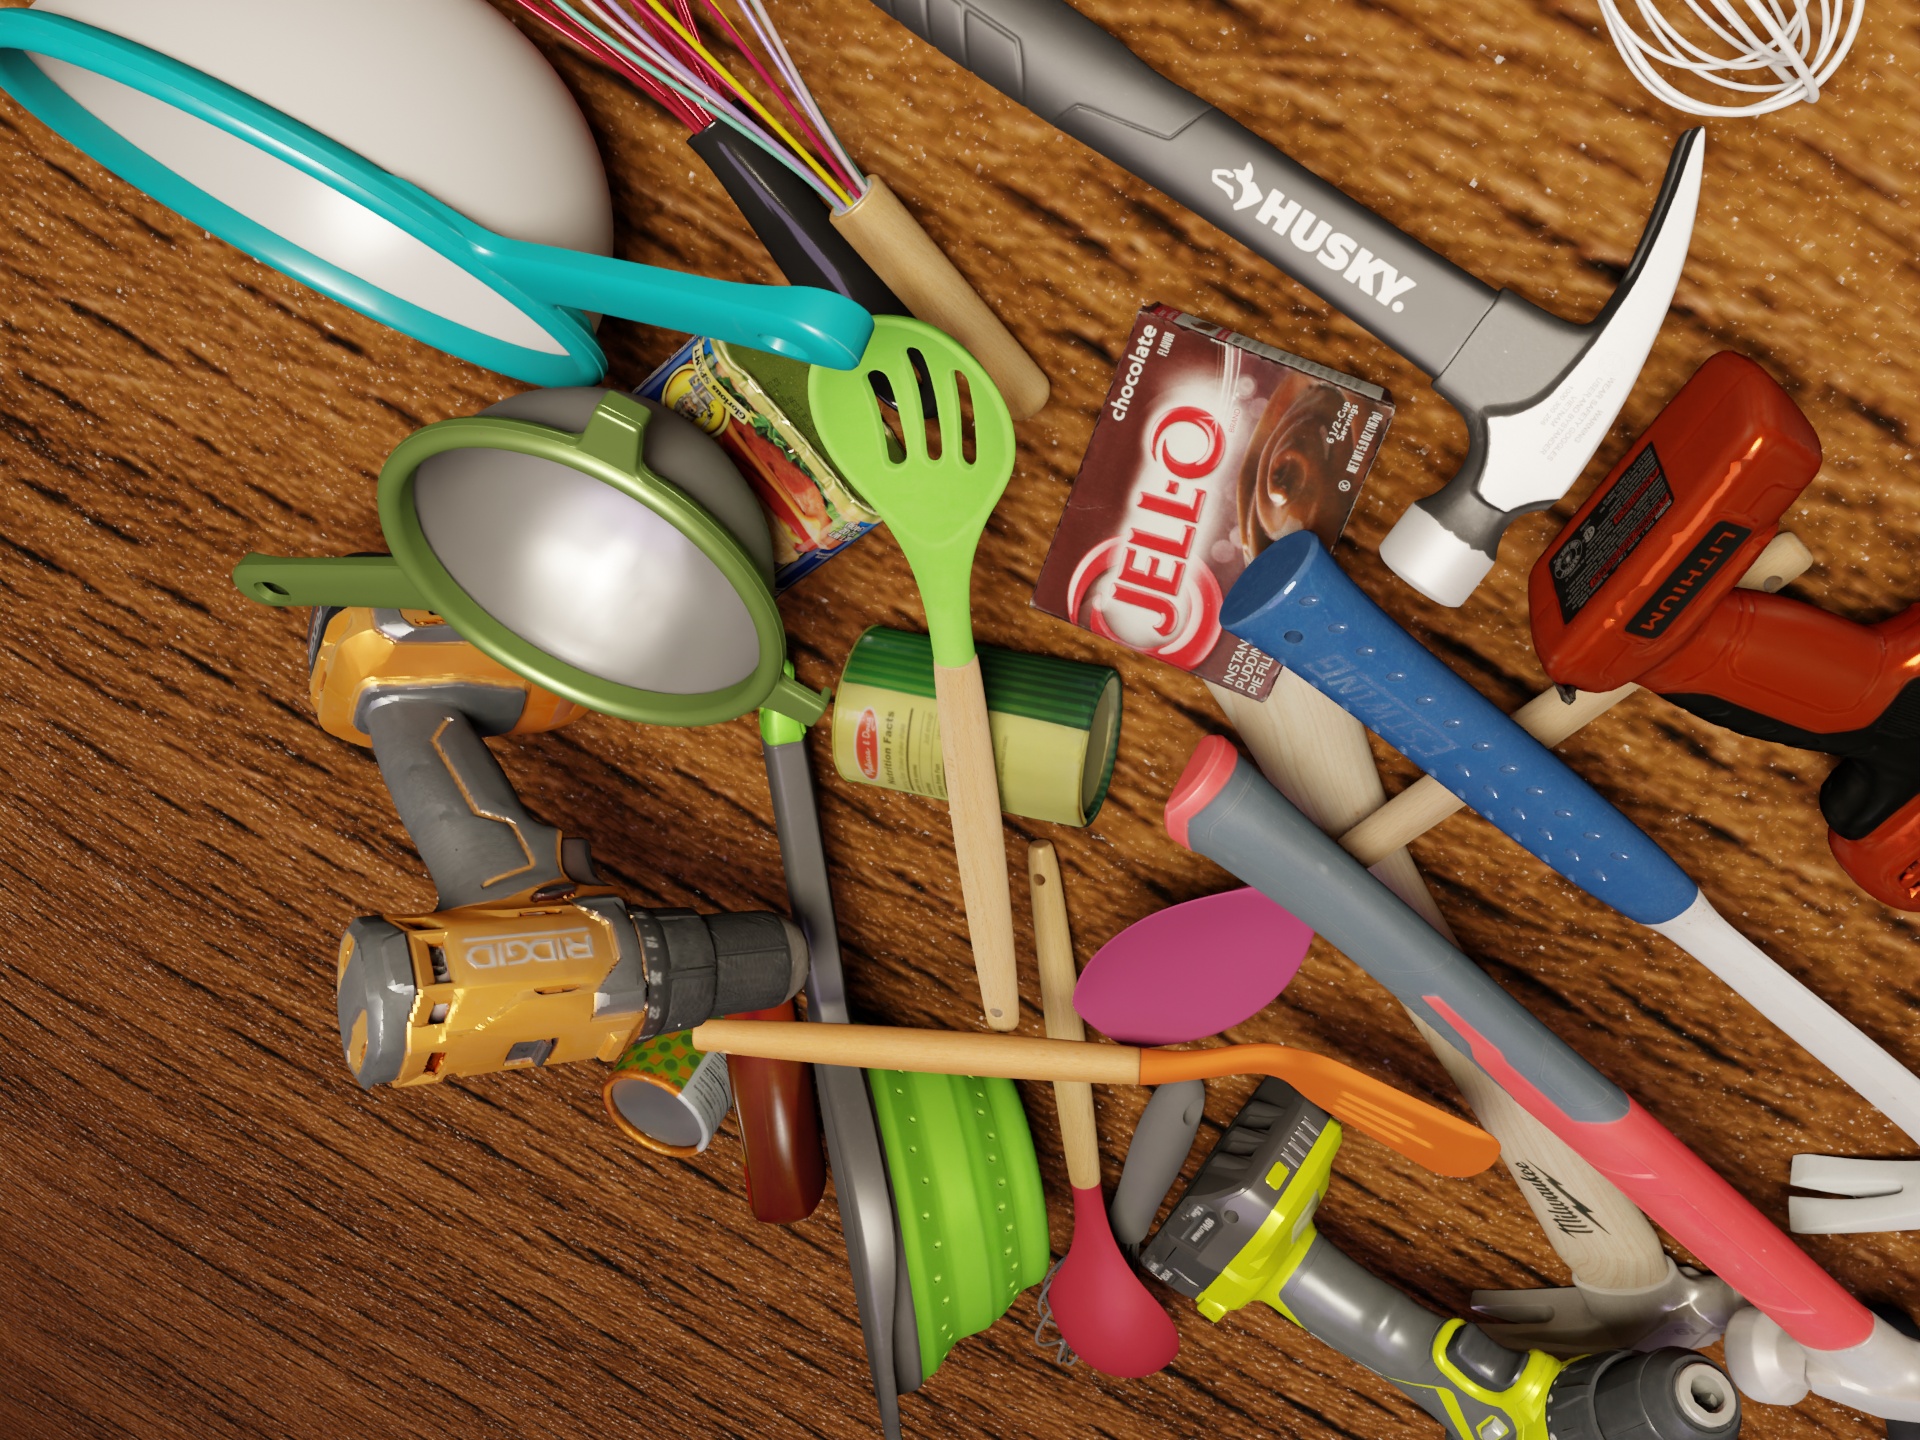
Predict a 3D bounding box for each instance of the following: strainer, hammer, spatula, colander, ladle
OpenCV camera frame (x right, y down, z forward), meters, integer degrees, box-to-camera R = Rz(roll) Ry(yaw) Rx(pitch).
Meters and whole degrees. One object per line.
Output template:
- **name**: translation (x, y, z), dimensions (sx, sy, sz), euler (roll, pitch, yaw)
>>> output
- **strainer**: translation (-0.149, -0.182, 0.500), dimensions (0.341, 0.095, 0.210), euler (21, 174, 31)
- **hammer**: translation (0.231, 0.134, 0.572), dimensions (0.386, 0.038, 0.143), euler (40, 149, -11)
- **hammer**: translation (0.203, 0.129, 0.671), dimensions (0.146, 0.038, 0.410), euler (-19, 115, 37)
- **spatula**: translation (0.048, 0.147, 0.645), dimensions (0.322, 0.041, 0.081), euler (3, 155, 7)
- **hammer**: translation (0.248, 0.072, 0.556), dimensions (0.405, 0.035, 0.144), euler (36, 142, -16)
- **strainer**: translation (-0.168, -0.070, 0.590), dimensions (0.256, 0.069, 0.151), euler (3, 143, 29)
- **colander**: translation (-0.022, 0.151, 0.754), dimensions (0.094, 0.205, 0.397), euler (-10, 109, -9)
- **hammer**: translation (0.058, -0.186, 0.478), dimensions (0.335, 0.035, 0.146), euler (35, 113, 3)
- **ladle**: translation (0.059, 0.199, 0.765), dimensions (0.069, 0.031, 0.315), euler (2, 114, 26)

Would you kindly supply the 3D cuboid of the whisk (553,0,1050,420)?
- **whisk**: translation (-0.050, -0.181, 0.507), dimensions (0.051, 0.047, 0.244), euler (-47, 123, 0)

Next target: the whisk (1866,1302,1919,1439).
- **whisk**: translation (0.451, 0.374, 0.734), dimensions (0.070, 0.070, 0.284), euler (-12, 115, 32)

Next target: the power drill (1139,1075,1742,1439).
- **power drill**: translation (0.205, 0.262, 0.695), dimensions (0.228, 0.080, 0.190), euler (34, 148, 15)

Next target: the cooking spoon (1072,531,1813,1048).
- **cooking spoon**: translation (0.164, 0.036, 0.584), dimensions (0.068, 0.017, 0.319), euler (38, 120, -19)

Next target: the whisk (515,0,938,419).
- **whisk**: translation (-0.095, -0.217, 0.530), dimensions (0.073, 0.073, 0.295), euler (-21, 120, 36)

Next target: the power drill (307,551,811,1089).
- **power drill**: translation (-0.172, 0.038, 0.667), dimensions (0.185, 0.226, 0.084), euler (-1, 143, -32)

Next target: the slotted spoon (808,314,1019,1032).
- **slotted spoon**: translation (-0.001, -0.002, 0.584), dimensions (0.070, 0.031, 0.313), euler (6, 126, 20)

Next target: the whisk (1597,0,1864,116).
- **whisk**: translation (0.139, -0.250, 0.398), dimensions (0.246, 0.059, 0.058), euler (46, 119, -7)

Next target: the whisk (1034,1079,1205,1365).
- **whisk**: translation (0.083, 0.261, 0.825), dimensions (0.055, 0.055, 0.238), euler (21, 127, 9)
